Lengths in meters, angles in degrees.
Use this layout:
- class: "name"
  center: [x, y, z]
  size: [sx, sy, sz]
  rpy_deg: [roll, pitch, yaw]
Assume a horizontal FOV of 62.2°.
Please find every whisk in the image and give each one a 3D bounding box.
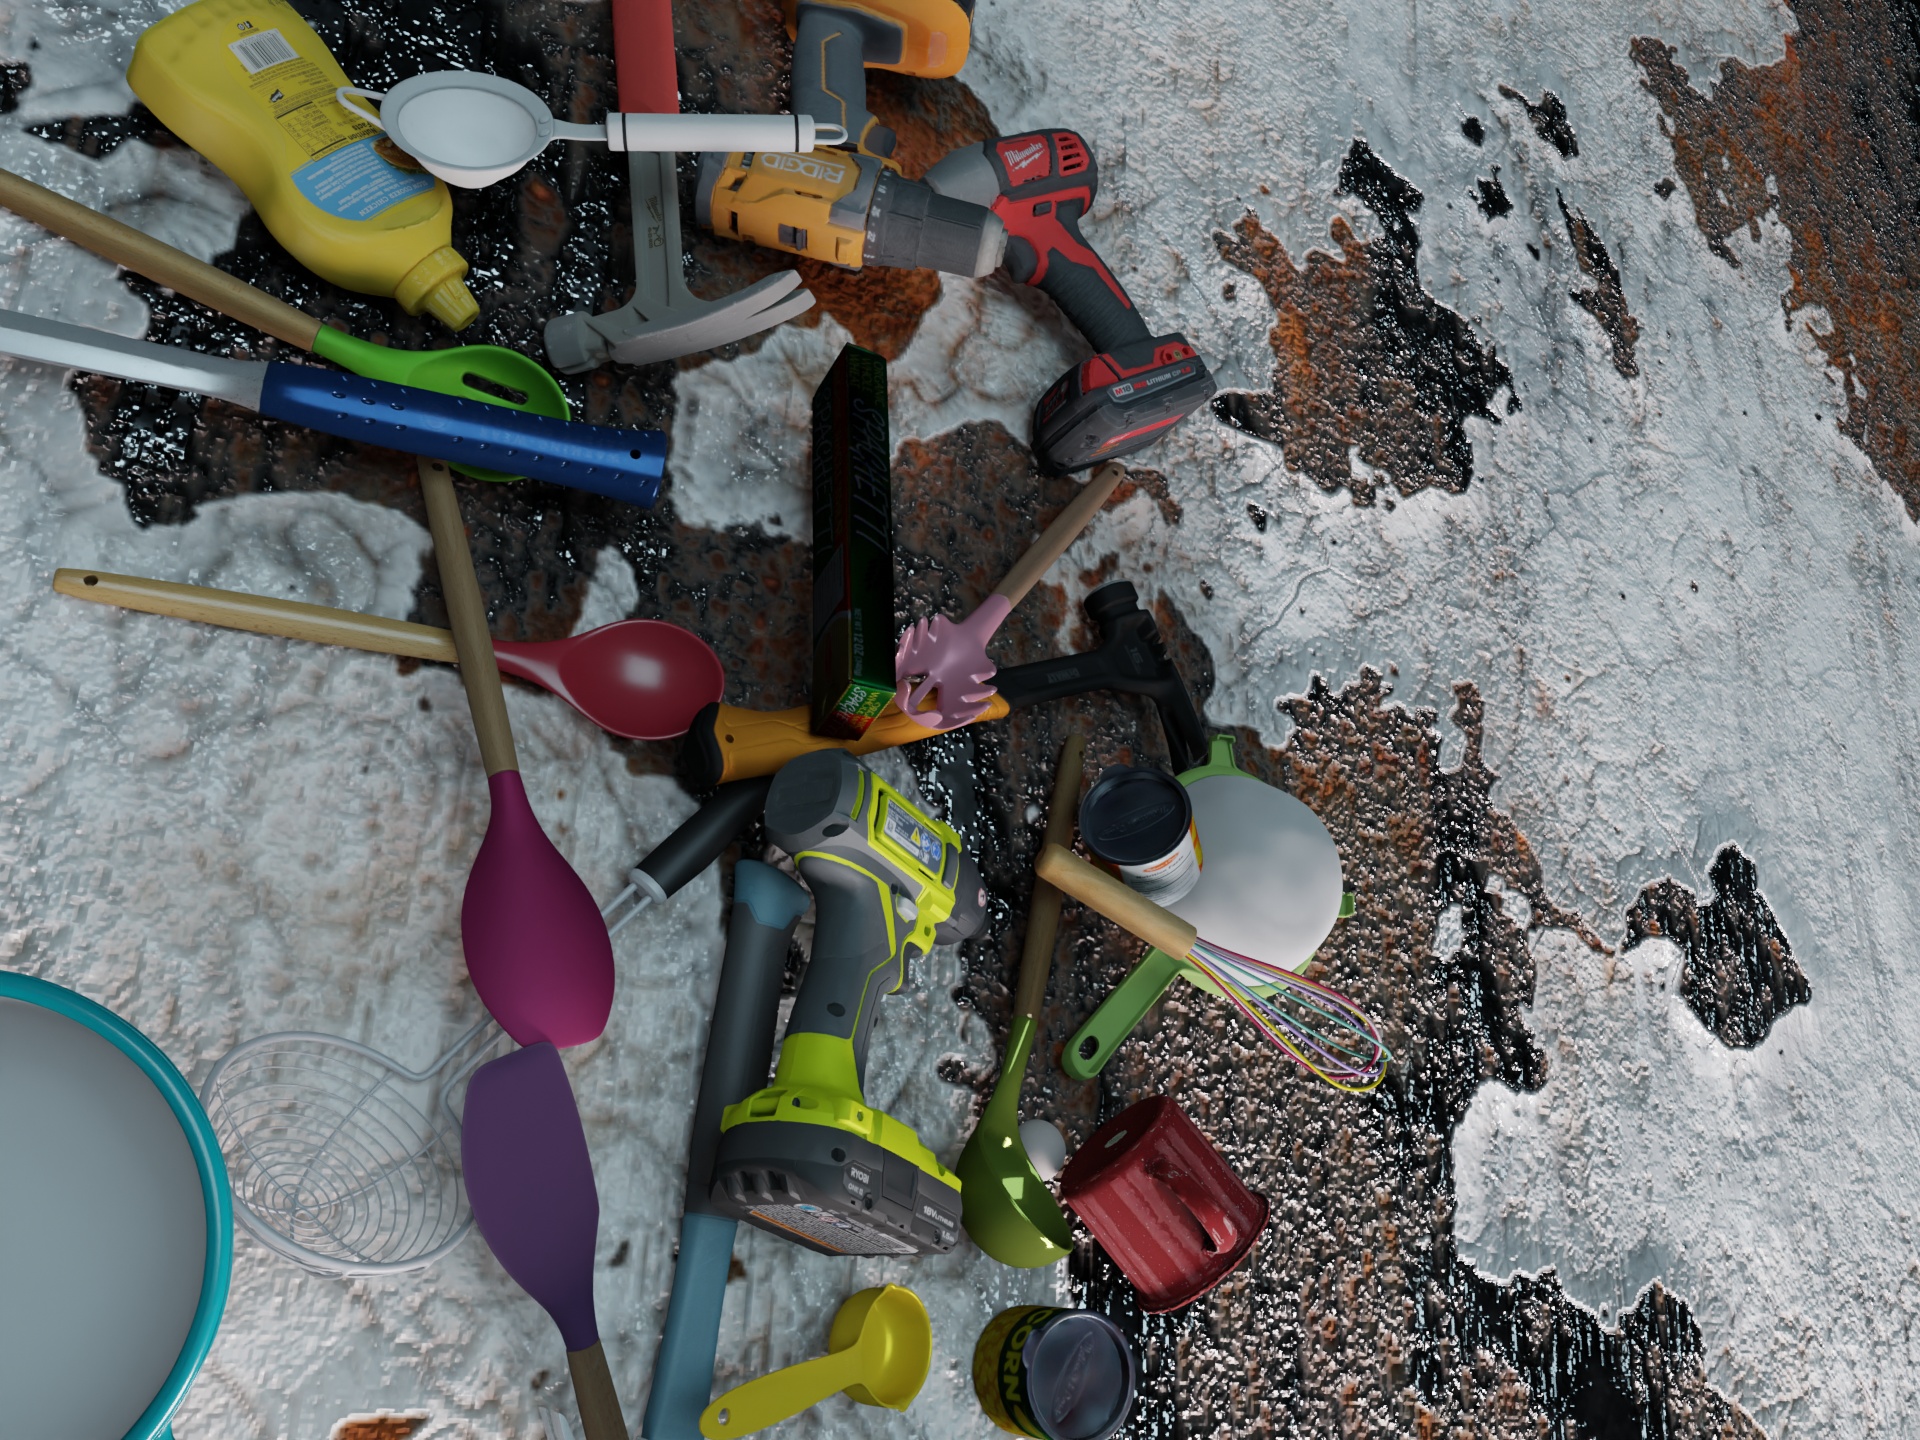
- class: "whisk"
  center: [0.147, 0.141, 0.909]
  size: [0.245, 0.051, 0.047]
  rpy_deg: [32, 82, -9]

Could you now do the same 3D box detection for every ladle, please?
- class: "ladle"
  center: [0.051, 0.143, 0.892]
  size: [0.078, 0.062, 0.320]
  rpy_deg: [46, 46, -43]
- class: "ladle"
  center: [-0.272, -0.039, 0.790]
  size: [0.315, 0.031, 0.069]
  rpy_deg: [10, 66, -25]

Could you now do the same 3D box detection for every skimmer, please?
- class: "skimmer"
  center: [-0.186, 0.107, 0.752]
  size: [0.127, 0.090, 0.363]
  rpy_deg: [42, 56, 6]

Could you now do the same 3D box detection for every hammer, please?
- class: "hammer"
  center: [-0.120, 0.232, 0.787]
  size: [0.128, 0.033, 0.331]
  rpy_deg: [19, 66, -25]
- class: "hammer"
  center: [-0.344, -0.155, 0.756]
  size: [0.405, 0.035, 0.144]
  rpy_deg: [10, 70, -21]
- class: "hammer"
  center: [-0.172, -0.370, 0.914]
  size: [0.036, 0.149, 0.359]
  rpy_deg: [46, 34, -66]
- class: "hammer"
  center: [-0.001, -0.003, 0.906]
  size: [0.336, 0.034, 0.127]
  rpy_deg: [-12, 71, -37]

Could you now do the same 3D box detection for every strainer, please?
- class: "strainer"
  center: [-0.188, -0.306, 0.835]
  size: [0.258, 0.050, 0.087]
  rpy_deg: [-2, 54, -8]
- class: "strainer"
  center: [0.153, 0.123, 0.959]
  size: [0.256, 0.069, 0.151]
  rpy_deg: [-42, 97, -35]
- class: "strainer"
  center: [-0.336, 0.244, 0.606]
  size: [0.340, 0.095, 0.211]
  rpy_deg: [45, 73, -5]

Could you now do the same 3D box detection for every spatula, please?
- class: "spatula"
  center: [-0.161, 0.298, 0.695]
  size: [0.059, 0.018, 0.316]
  rpy_deg: [-18, 95, -46]

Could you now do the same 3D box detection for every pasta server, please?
- class: "pasta server"
  center: [0.039, -0.086, 0.939]
  size: [0.060, 0.040, 0.316]
  rpy_deg: [45, 43, -5]

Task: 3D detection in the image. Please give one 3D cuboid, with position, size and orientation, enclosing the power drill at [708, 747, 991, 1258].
- class: "power drill"
  center: [-0.043, 0.148, 0.806]
  size: [0.171, 0.080, 0.223]
  rpy_deg: [43, 45, -45]

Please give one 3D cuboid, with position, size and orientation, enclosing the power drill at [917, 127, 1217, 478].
- class: "power drill"
  center: [0.060, -0.278, 1.034]
  size: [0.143, 0.078, 0.220]
  rpy_deg: [-24, 84, -34]

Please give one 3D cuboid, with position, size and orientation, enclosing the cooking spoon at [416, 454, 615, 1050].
- class: "cooking spoon"
  center: [-0.225, 0.004, 0.763]
  size: [0.068, 0.017, 0.319]
  rpy_deg: [-4, 65, -35]

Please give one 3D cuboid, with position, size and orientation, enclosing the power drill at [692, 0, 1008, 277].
- class: "power drill"
  center: [-0.046, -0.372, 0.970]
  size: [0.185, 0.084, 0.226]
  rpy_deg: [14, 67, 0]

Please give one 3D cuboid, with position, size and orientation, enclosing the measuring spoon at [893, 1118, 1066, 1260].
- class: "measuring spoon"
  center: [0.012, 0.257, 0.863]
  size: [0.124, 0.018, 0.034]
  rpy_deg: [-26, 89, -33]

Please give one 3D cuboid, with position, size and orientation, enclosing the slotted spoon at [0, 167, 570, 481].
- class: "slotted spoon"
  center: [-0.347, -0.206, 0.798]
  size: [0.313, 0.031, 0.070]
  rpy_deg: [24, 87, -19]

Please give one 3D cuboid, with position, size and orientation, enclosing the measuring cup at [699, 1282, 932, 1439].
- class: "measuring cup"
  center: [-0.073, 0.313, 0.761]
  size: [0.156, 0.029, 0.062]
  rpy_deg: [3, 77, -51]
